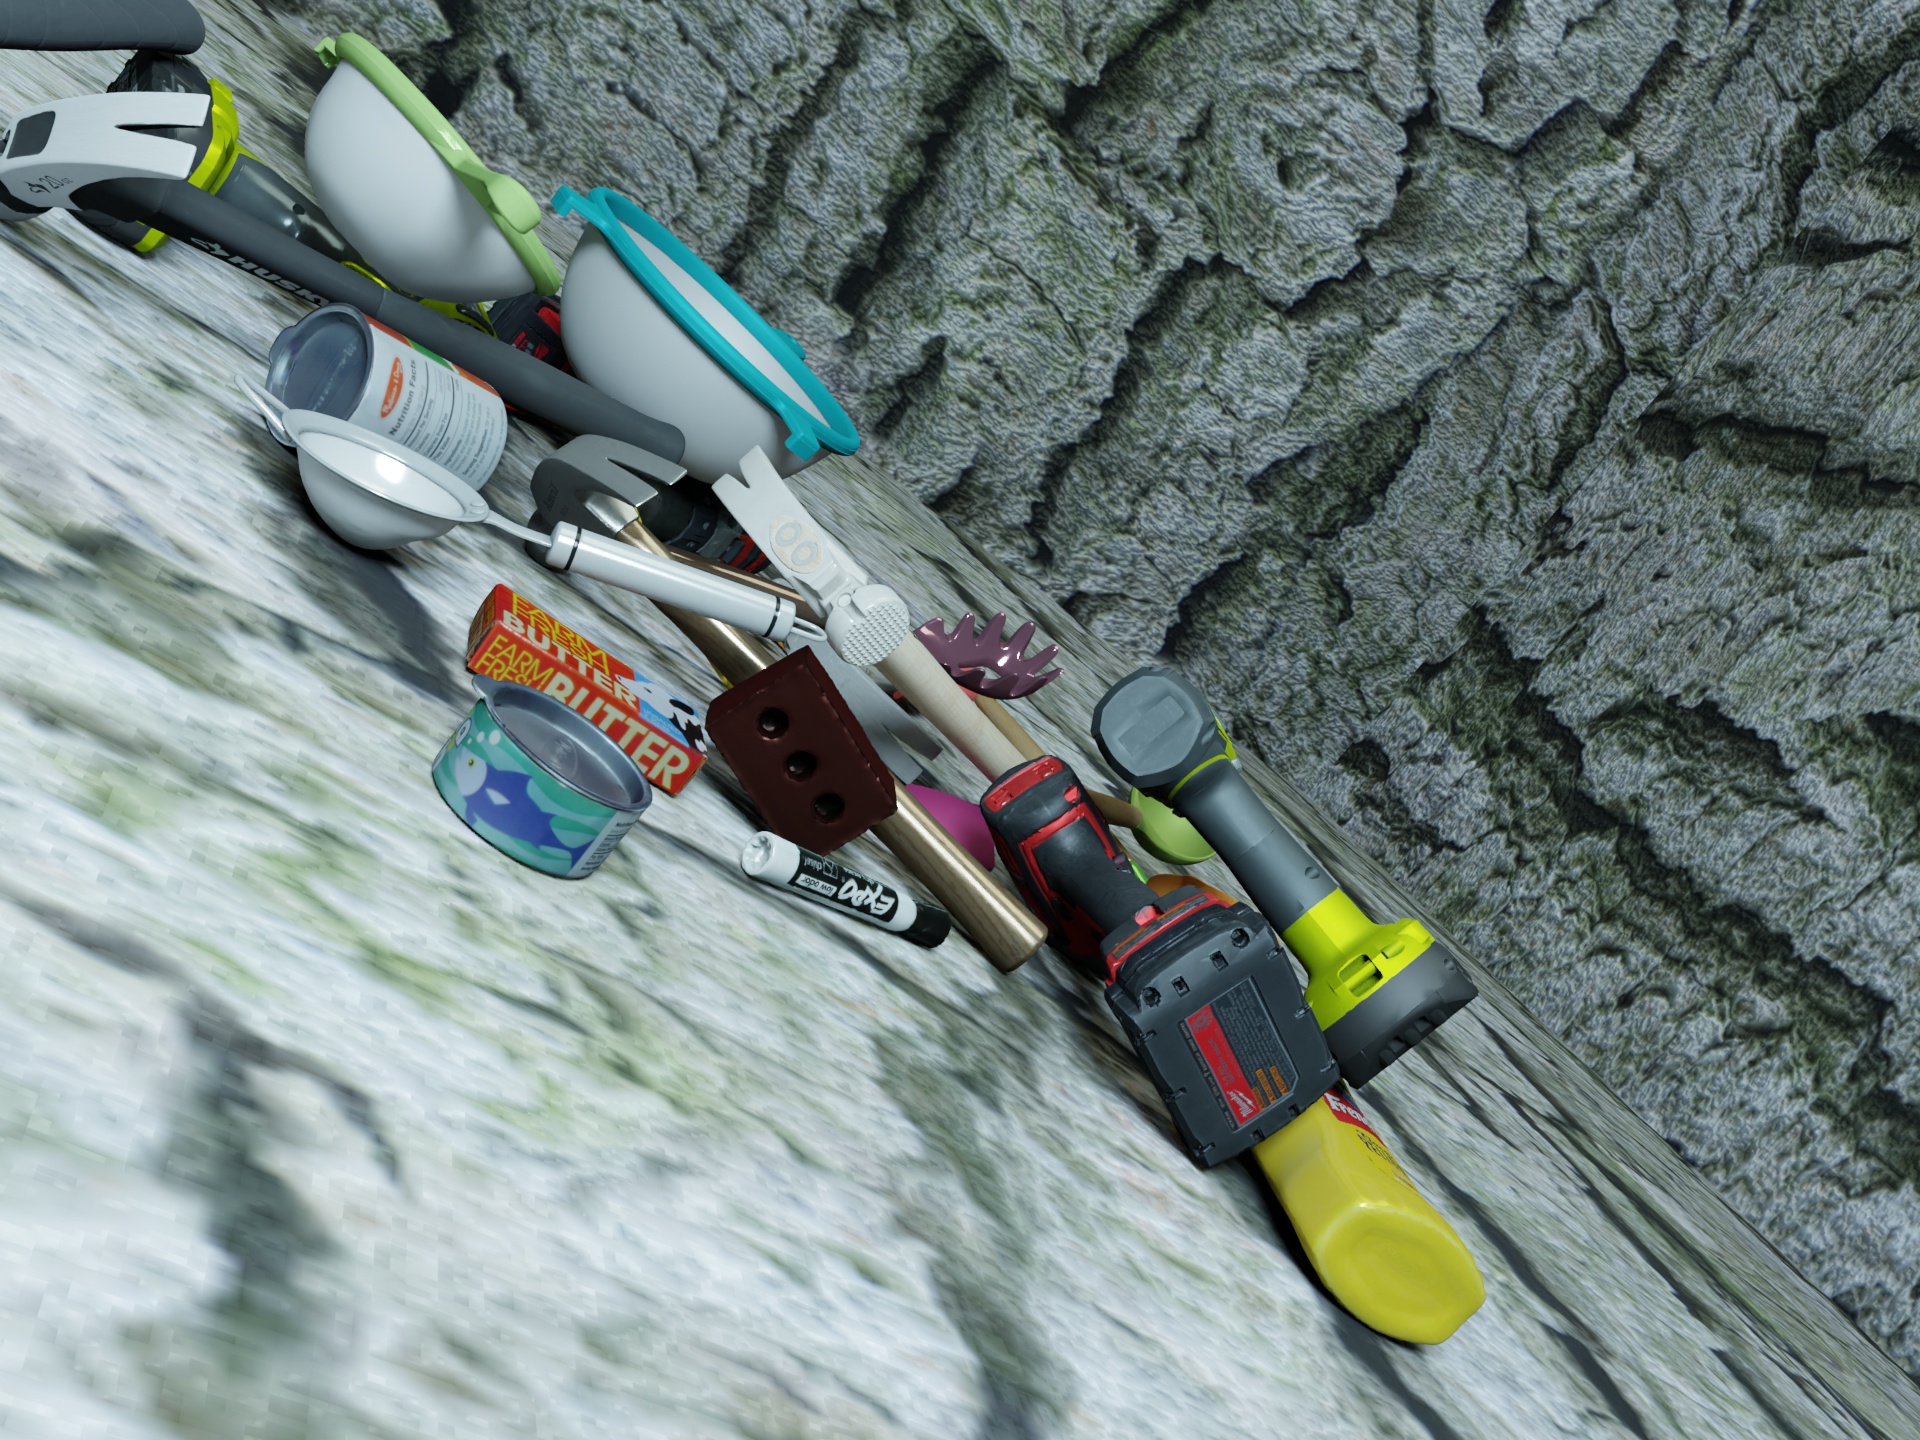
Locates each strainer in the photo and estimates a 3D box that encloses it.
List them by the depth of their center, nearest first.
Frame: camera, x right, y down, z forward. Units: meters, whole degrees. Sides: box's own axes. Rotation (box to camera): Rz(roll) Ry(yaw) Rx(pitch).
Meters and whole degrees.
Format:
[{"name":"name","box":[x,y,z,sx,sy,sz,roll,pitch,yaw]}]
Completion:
[{"name":"strainer","box":[-0.174,-0.073,0.663,0.258,0.050,0.087,18,17,-20]},{"name":"strainer","box":[-0.250,-0.236,0.744,0.151,0.069,0.257,52,-7,-33]},{"name":"strainer","box":[-0.161,-0.219,1.008,0.211,0.095,0.340,45,10,-5]}]

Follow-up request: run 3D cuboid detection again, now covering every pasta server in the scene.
[{"name":"pasta server","box":[-0.085,-0.070,0.930,0.316,0.040,0.060,18,36,-23]}]

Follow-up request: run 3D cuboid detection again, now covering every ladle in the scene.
[{"name":"ladle","box":[0.115,0.054,1.029,0.078,0.062,0.320,59,12,16]}]

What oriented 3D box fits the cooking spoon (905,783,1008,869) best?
[{"name":"cooking spoon","box":[0.027,0.061,1.030,0.069,0.017,0.318,46,10,12]}]

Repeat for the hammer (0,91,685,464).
[{"name":"hammer","box":[-0.261,-0.189,0.747,0.146,0.035,0.334,3,-13,40]}]

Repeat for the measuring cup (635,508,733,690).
[{"name":"measuring cup","box":[-0.168,-0.071,0.844,0.156,0.029,0.062,56,-23,0]}]

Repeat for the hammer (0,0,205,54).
[{"name":"hammer","box":[-0.403,-0.265,0.594,0.149,0.036,0.409,38,21,-10]}]

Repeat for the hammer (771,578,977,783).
[{"name":"hammer","box":[-0.033,-0.022,1.115,0.149,0.036,0.359,46,9,10]}]

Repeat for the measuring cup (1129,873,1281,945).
[{"name":"measuring cup","box":[0.102,0.126,0.948,0.174,0.052,0.095,15,-28,34]}]

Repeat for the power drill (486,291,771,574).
[{"name":"power drill","box":[-0.228,-0.185,1.042,0.227,0.080,0.188,45,10,13]}]

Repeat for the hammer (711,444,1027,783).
[{"name":"hammer","box":[-0.001,-0.003,0.911,0.146,0.038,0.410,50,2,36]}]

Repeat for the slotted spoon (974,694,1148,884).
[{"name":"slotted spoon","box":[0.101,0.086,1.107,0.314,0.031,0.070,50,12,31]}]

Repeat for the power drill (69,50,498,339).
[{"name":"power drill","box":[-0.343,-0.241,0.847,0.228,0.080,0.191,34,15,-41]}]

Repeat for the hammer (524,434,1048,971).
[{"name":"hammer","box":[-0.081,-0.007,0.762,0.331,0.031,0.130,45,-29,-1]}]

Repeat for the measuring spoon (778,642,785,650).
[{"name":"measuring spoon","box":[-0.088,-0.028,1.025,0.117,0.011,0.021,45,11,27]}]

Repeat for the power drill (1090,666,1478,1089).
[{"name":"power drill","box":[0.163,0.075,0.834,0.223,0.080,0.171,52,7,15]}]

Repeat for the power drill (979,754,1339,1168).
[{"name":"power drill","box":[0.089,0.115,0.797,0.143,0.078,0.220,62,-8,-27]}]
